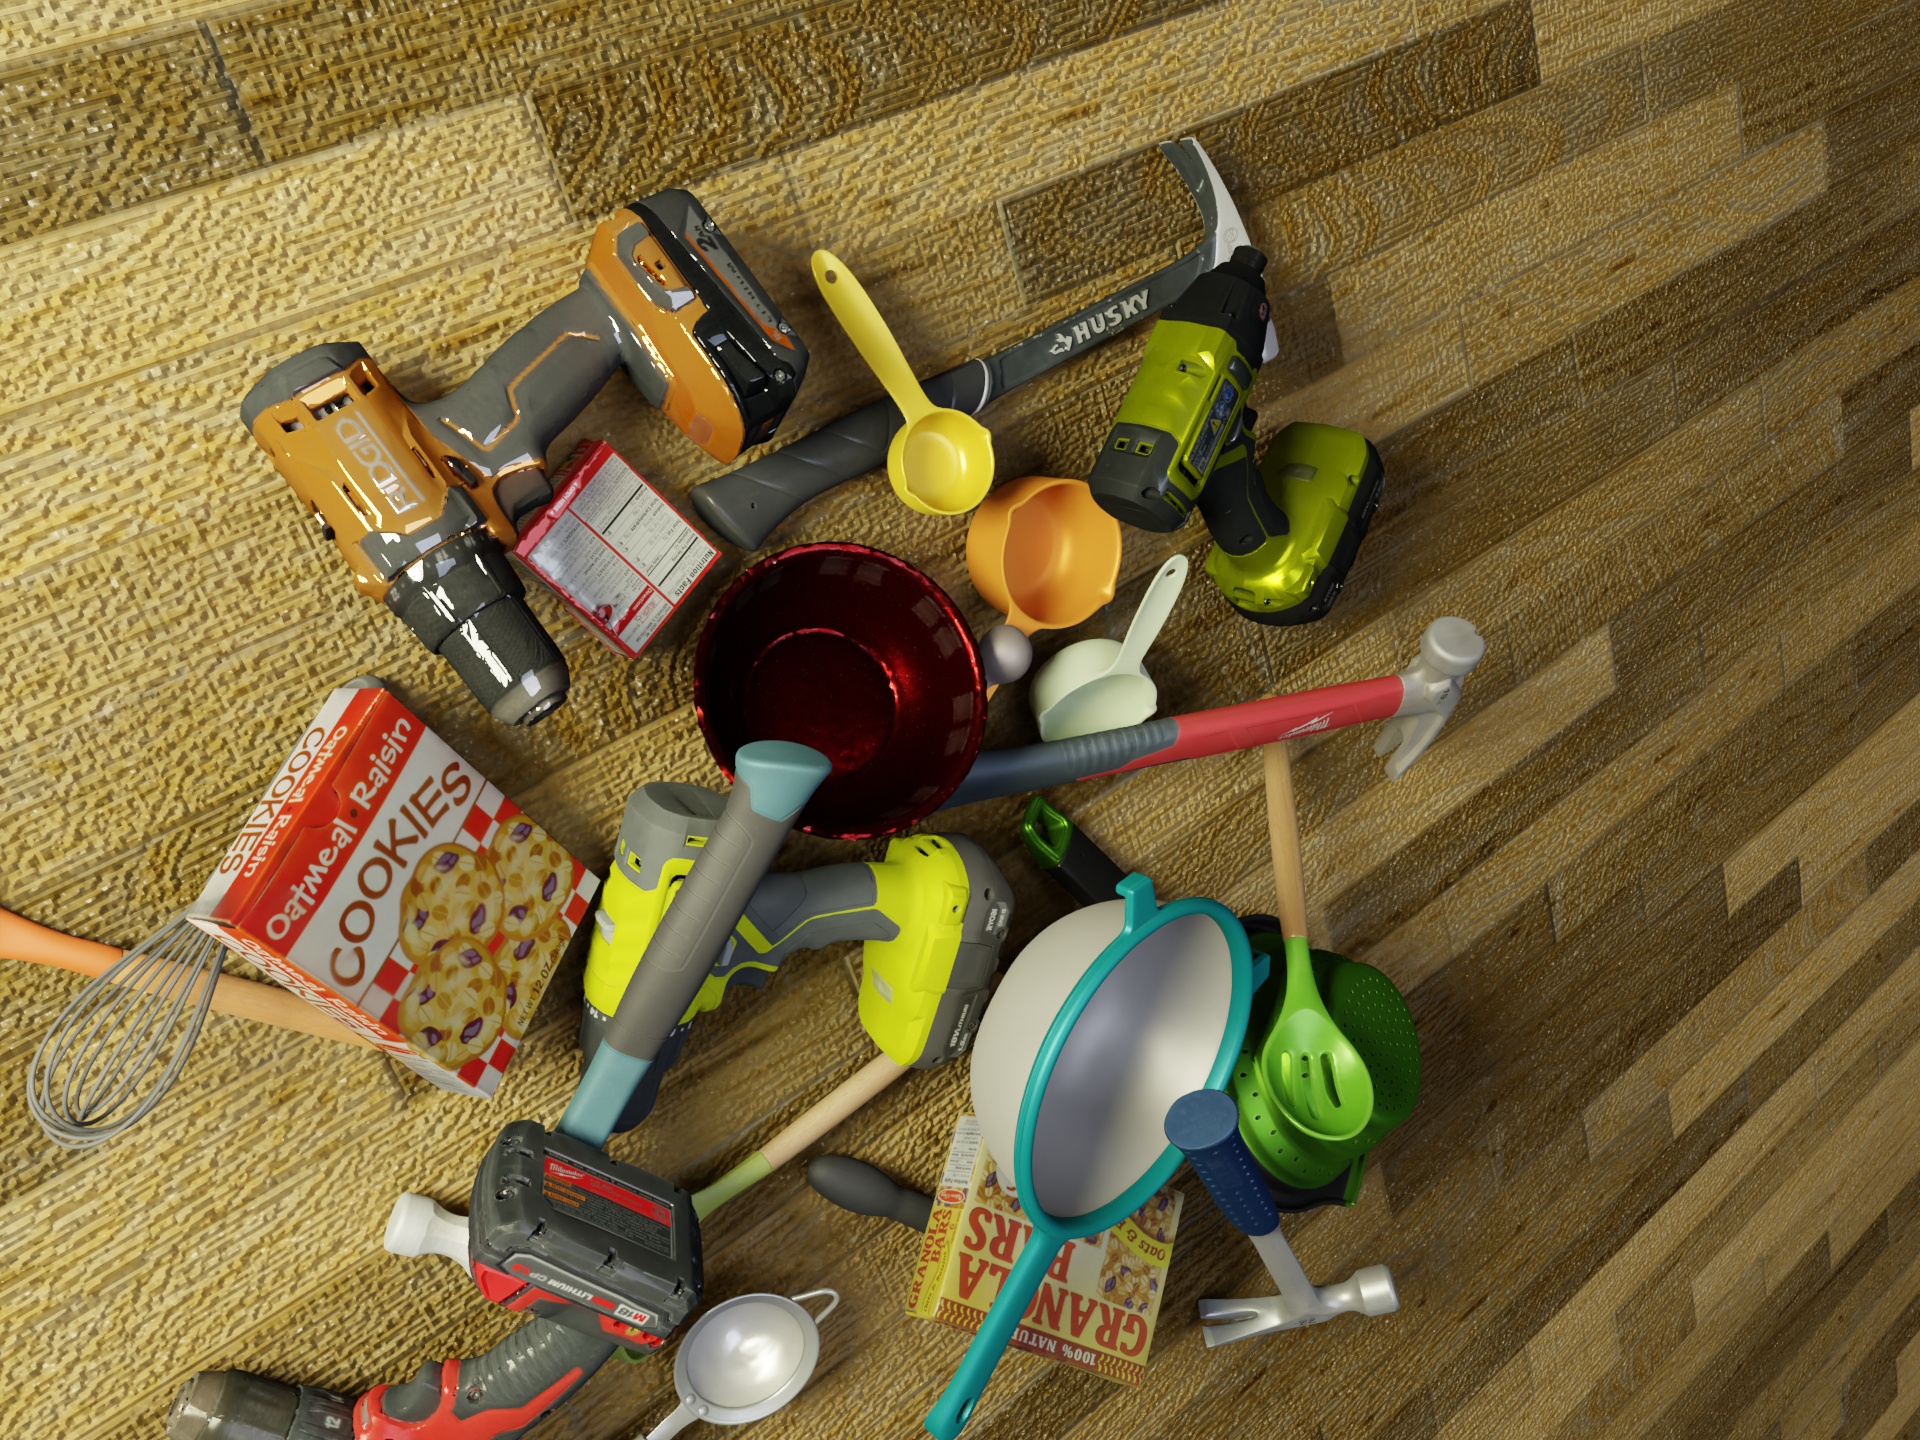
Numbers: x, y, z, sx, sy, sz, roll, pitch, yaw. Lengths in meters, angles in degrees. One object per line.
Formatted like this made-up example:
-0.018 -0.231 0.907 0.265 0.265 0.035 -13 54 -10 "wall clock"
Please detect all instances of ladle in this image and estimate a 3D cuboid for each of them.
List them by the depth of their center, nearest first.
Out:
-0.085 0.247 0.924 0.320 0.062 0.078 -33 136 -26 "ladle"

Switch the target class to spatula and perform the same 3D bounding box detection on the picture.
-0.354 0.119 0.716 0.322 0.041 0.081 27 75 -38 "spatula"

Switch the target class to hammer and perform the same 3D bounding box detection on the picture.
-0.159 0.150 0.789 0.128 0.033 0.331 25 105 -22 "hammer"
0.023 -0.205 0.916 0.409 0.036 0.149 -32 116 -26 "hammer"
0.135 0.020 0.995 0.386 0.038 0.143 -11 147 -17 "hammer"
0.191 0.333 1.035 0.144 0.035 0.405 -17 142 11 "hammer"

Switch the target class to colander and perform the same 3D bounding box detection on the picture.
0.194 0.174 1.051 0.396 0.094 0.205 45 47 -24 "colander"

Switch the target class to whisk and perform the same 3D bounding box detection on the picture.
-0.324 0.076 0.702 0.055 0.055 0.239 46 56 -33 "whisk"
0.013 0.332 1.021 0.284 0.070 0.070 32 81 -30 "whisk"

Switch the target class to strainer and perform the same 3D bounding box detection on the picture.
-0.175 0.411 0.911 0.258 0.050 0.086 -42 115 -14 "strainer"
0.044 0.243 0.929 0.210 0.095 0.340 34 83 -51 "strainer"

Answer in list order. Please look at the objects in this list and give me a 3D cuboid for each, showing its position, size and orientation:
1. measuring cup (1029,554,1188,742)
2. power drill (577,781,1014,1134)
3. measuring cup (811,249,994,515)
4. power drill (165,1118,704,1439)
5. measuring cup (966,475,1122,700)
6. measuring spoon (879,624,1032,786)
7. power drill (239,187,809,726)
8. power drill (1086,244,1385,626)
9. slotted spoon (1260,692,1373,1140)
0.092 -0.047 0.947 0.083 0.038 0.167 -3 140 -26 "measuring cup"
-0.097 0.137 0.880 0.228 0.080 0.190 6 107 -34 "power drill"
-0.038 -0.179 0.851 0.062 0.029 0.156 -39 106 -22 "measuring cup"
-0.251 0.307 0.773 0.187 0.080 0.226 32 104 -22 "power drill"
0.024 -0.066 0.939 0.095 0.052 0.173 36 83 -35 "measuring cup"
-0.001 -0.003 0.898 0.124 0.018 0.034 -49 118 -8 "measuring spoon"
-0.178 -0.121 0.729 0.226 0.084 0.185 -36 90 -23 "power drill"
0.176 -0.165 0.971 0.223 0.080 0.171 33 80 -51 "power drill"
0.217 0.119 1.033 0.070 0.031 0.314 5 60 -9 "slotted spoon"
